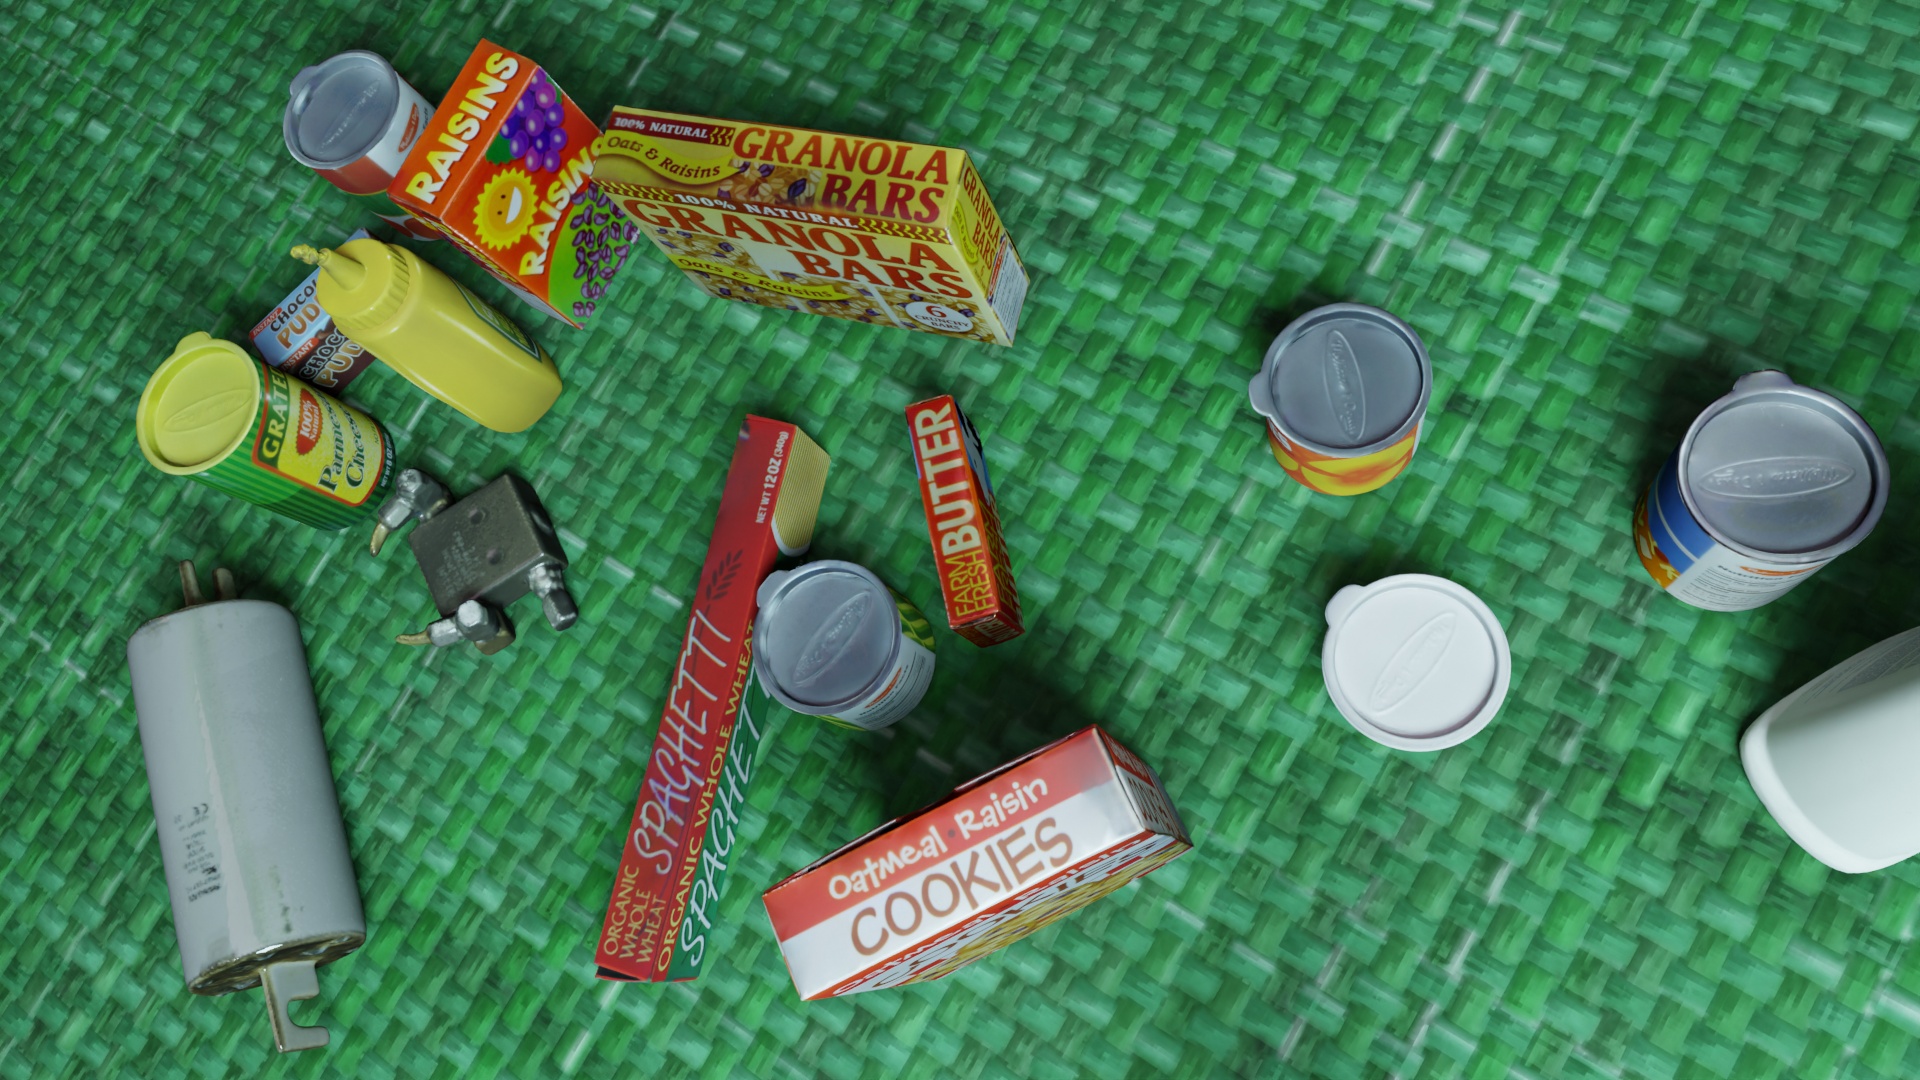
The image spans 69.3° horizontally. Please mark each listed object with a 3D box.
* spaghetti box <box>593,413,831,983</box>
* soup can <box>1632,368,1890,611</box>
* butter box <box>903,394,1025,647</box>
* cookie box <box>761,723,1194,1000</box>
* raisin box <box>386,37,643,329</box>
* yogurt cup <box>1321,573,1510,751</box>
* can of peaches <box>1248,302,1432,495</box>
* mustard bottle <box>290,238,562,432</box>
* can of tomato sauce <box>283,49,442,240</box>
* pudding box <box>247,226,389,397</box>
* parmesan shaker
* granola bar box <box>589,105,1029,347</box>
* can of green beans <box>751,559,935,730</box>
[{"bbox_3d":[-0.107,0.070,0.618,0.029,0.050,0.250,9,78,17],"label":"spaghetti box"},{"bbox_3d":[0.294,-0.016,0.518,0.071,0.083,0.071,-4,74,14],"label":"soup can"},{"bbox_3d":[0.002,-0.008,0.609,0.024,0.053,0.104,-16,72,10],"label":"butter box"},{"bbox_3d":[0.016,0.120,0.509,0.123,0.167,0.040,-29,70,6],"label":"cookie box"},{"bbox_3d":[-0.206,-0.168,0.671,0.040,0.123,0.086,28,84,20],"label":"raisin box"},{"bbox_3d":[0.177,0.051,0.546,0.072,0.054,0.072,-4,74,14],"label":"yogurt cup"},{"bbox_3d":[0.158,-0.057,0.579,0.071,0.058,0.071,-4,74,14],"label":"can of peaches"},{"bbox_3d":[-0.248,-0.100,0.643,0.049,0.160,0.065,-45,69,0],"label":"mustard bottle"},{"bbox_3d":[-0.299,-0.205,0.727,0.071,0.083,0.071,-4,74,14],"label":"can of tomato sauce"},{"bbox_3d":[-0.321,-0.118,0.727,0.084,0.049,0.030,-42,69,1],"label":"pudding box"},{"bbox_3d":[-0.337,-0.052,0.684,0.071,0.103,0.071,-4,74,14],"label":"parmesan shaker"},{"bbox_3d":[-0.062,-0.140,0.625,0.165,0.124,0.039,12,79,18],"label":"granola bar box"},{"bbox_3d":[-0.049,0.047,0.605,0.071,0.057,0.071,-4,74,14],"label":"can of green beans"}]
